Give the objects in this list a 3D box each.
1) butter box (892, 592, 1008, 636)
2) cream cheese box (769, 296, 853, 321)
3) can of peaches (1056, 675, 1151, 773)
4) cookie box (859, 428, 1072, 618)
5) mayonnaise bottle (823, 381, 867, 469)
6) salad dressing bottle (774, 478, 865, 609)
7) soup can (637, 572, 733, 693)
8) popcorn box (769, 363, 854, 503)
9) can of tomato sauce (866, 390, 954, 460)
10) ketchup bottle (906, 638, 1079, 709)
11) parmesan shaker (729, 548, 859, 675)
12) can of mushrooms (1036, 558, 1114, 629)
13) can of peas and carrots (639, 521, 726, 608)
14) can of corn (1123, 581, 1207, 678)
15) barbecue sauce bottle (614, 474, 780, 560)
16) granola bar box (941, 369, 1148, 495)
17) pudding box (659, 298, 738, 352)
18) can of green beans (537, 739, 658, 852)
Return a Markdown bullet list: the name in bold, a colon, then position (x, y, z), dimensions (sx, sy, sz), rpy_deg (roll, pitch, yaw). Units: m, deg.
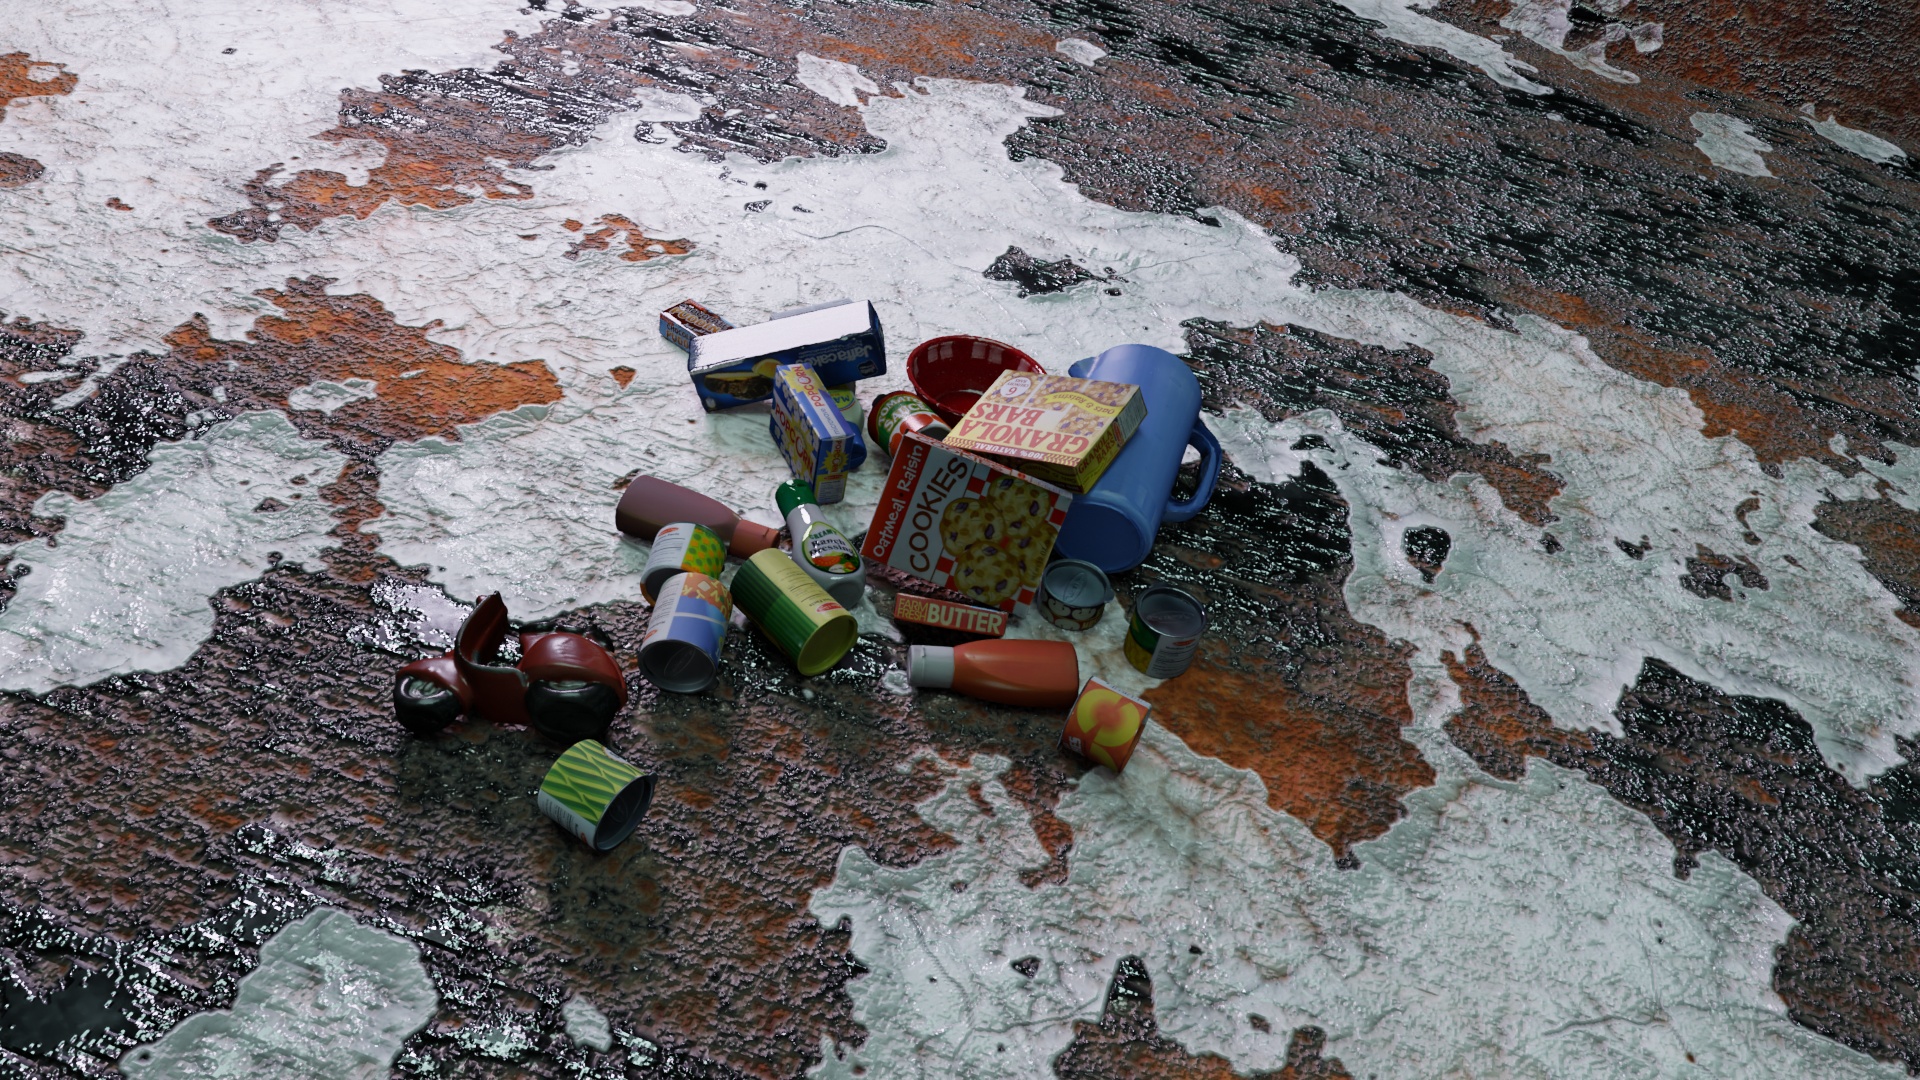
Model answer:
- **butter box**: position (-0.010, 0.068, 1.262), dimensions (0.103, 0.053, 0.024), rpy_deg (10, 85, -3)
- **cream cheese box**: position (-0.167, -0.237, 1.561), dimensions (0.104, 0.053, 0.024), rpy_deg (-19, 52, -30)
- **can of peaches**: position (0.123, 0.159, 1.186), dimensions (0.058, 0.070, 0.071), rpy_deg (25, 43, 13)
- **cookie box**: position (0.005, -0.016, 1.294), dimensions (0.167, 0.122, 0.040), rpy_deg (21, 12, 1)
- **mayonnaise bottle**: position (-0.131, -0.135, 1.465), dimensions (0.065, 0.041, 0.149), rpy_deg (-9, 45, -13)
- **salad dressing bottle**: position (-0.137, 0.002, 1.312), dimensions (0.064, 0.043, 0.148), rpy_deg (-5, 44, -28)
- **soup can**: position (-0.232, 0.080, 1.189), dimensions (0.071, 0.071, 0.084), rpy_deg (9, 41, -3)
- **popcorn box**: position (-0.151, -0.108, 1.399), dimensions (0.038, 0.084, 0.127), rpy_deg (-11, 46, -25)
- **can of tomato sauce**: position (-0.049, -0.109, 1.423), dimensions (0.071, 0.070, 0.083), rpy_deg (-12, 35, -25)
- **ketchup bottle**: position (0.028, 0.114, 1.227), dimensions (0.149, 0.043, 0.065), rpy_deg (5, 42, -8)
- **parmesan shaker**: position (-0.147, 0.062, 1.229), dimensions (0.071, 0.071, 0.103), rpy_deg (-27, 54, -36)
- **can of mushrooms**: position (0.109, 0.052, 1.323), dimensions (0.071, 0.033, 0.071), rpy_deg (7, 41, -6)
- **can of peas and carrots**: position (-0.246, 0.028, 1.243), dimensions (0.071, 0.070, 0.059), rpy_deg (10, 42, -3)
- **can of corn**: position (0.188, 0.083, 1.289), dimensions (0.071, 0.058, 0.071), rpy_deg (7, 42, -6)
- **barbecue sauce bottle**: position (-0.244, -0.015, 1.305), dimensions (0.148, 0.043, 0.065), rpy_deg (18, 42, 5)
- **granola bar box**: position (0.082, -0.109, 1.364), dimensions (0.165, 0.039, 0.125), rpy_deg (13, 51, 39)
- **pudding box**: position (-0.288, -0.232, 1.543), dimensions (0.084, 0.030, 0.050), rpy_deg (34, 45, 22)
- **can of green beans**: position (-0.276, 0.193, 1.052), dimensions (0.058, 0.070, 0.071), rpy_deg (29, 44, 18)
